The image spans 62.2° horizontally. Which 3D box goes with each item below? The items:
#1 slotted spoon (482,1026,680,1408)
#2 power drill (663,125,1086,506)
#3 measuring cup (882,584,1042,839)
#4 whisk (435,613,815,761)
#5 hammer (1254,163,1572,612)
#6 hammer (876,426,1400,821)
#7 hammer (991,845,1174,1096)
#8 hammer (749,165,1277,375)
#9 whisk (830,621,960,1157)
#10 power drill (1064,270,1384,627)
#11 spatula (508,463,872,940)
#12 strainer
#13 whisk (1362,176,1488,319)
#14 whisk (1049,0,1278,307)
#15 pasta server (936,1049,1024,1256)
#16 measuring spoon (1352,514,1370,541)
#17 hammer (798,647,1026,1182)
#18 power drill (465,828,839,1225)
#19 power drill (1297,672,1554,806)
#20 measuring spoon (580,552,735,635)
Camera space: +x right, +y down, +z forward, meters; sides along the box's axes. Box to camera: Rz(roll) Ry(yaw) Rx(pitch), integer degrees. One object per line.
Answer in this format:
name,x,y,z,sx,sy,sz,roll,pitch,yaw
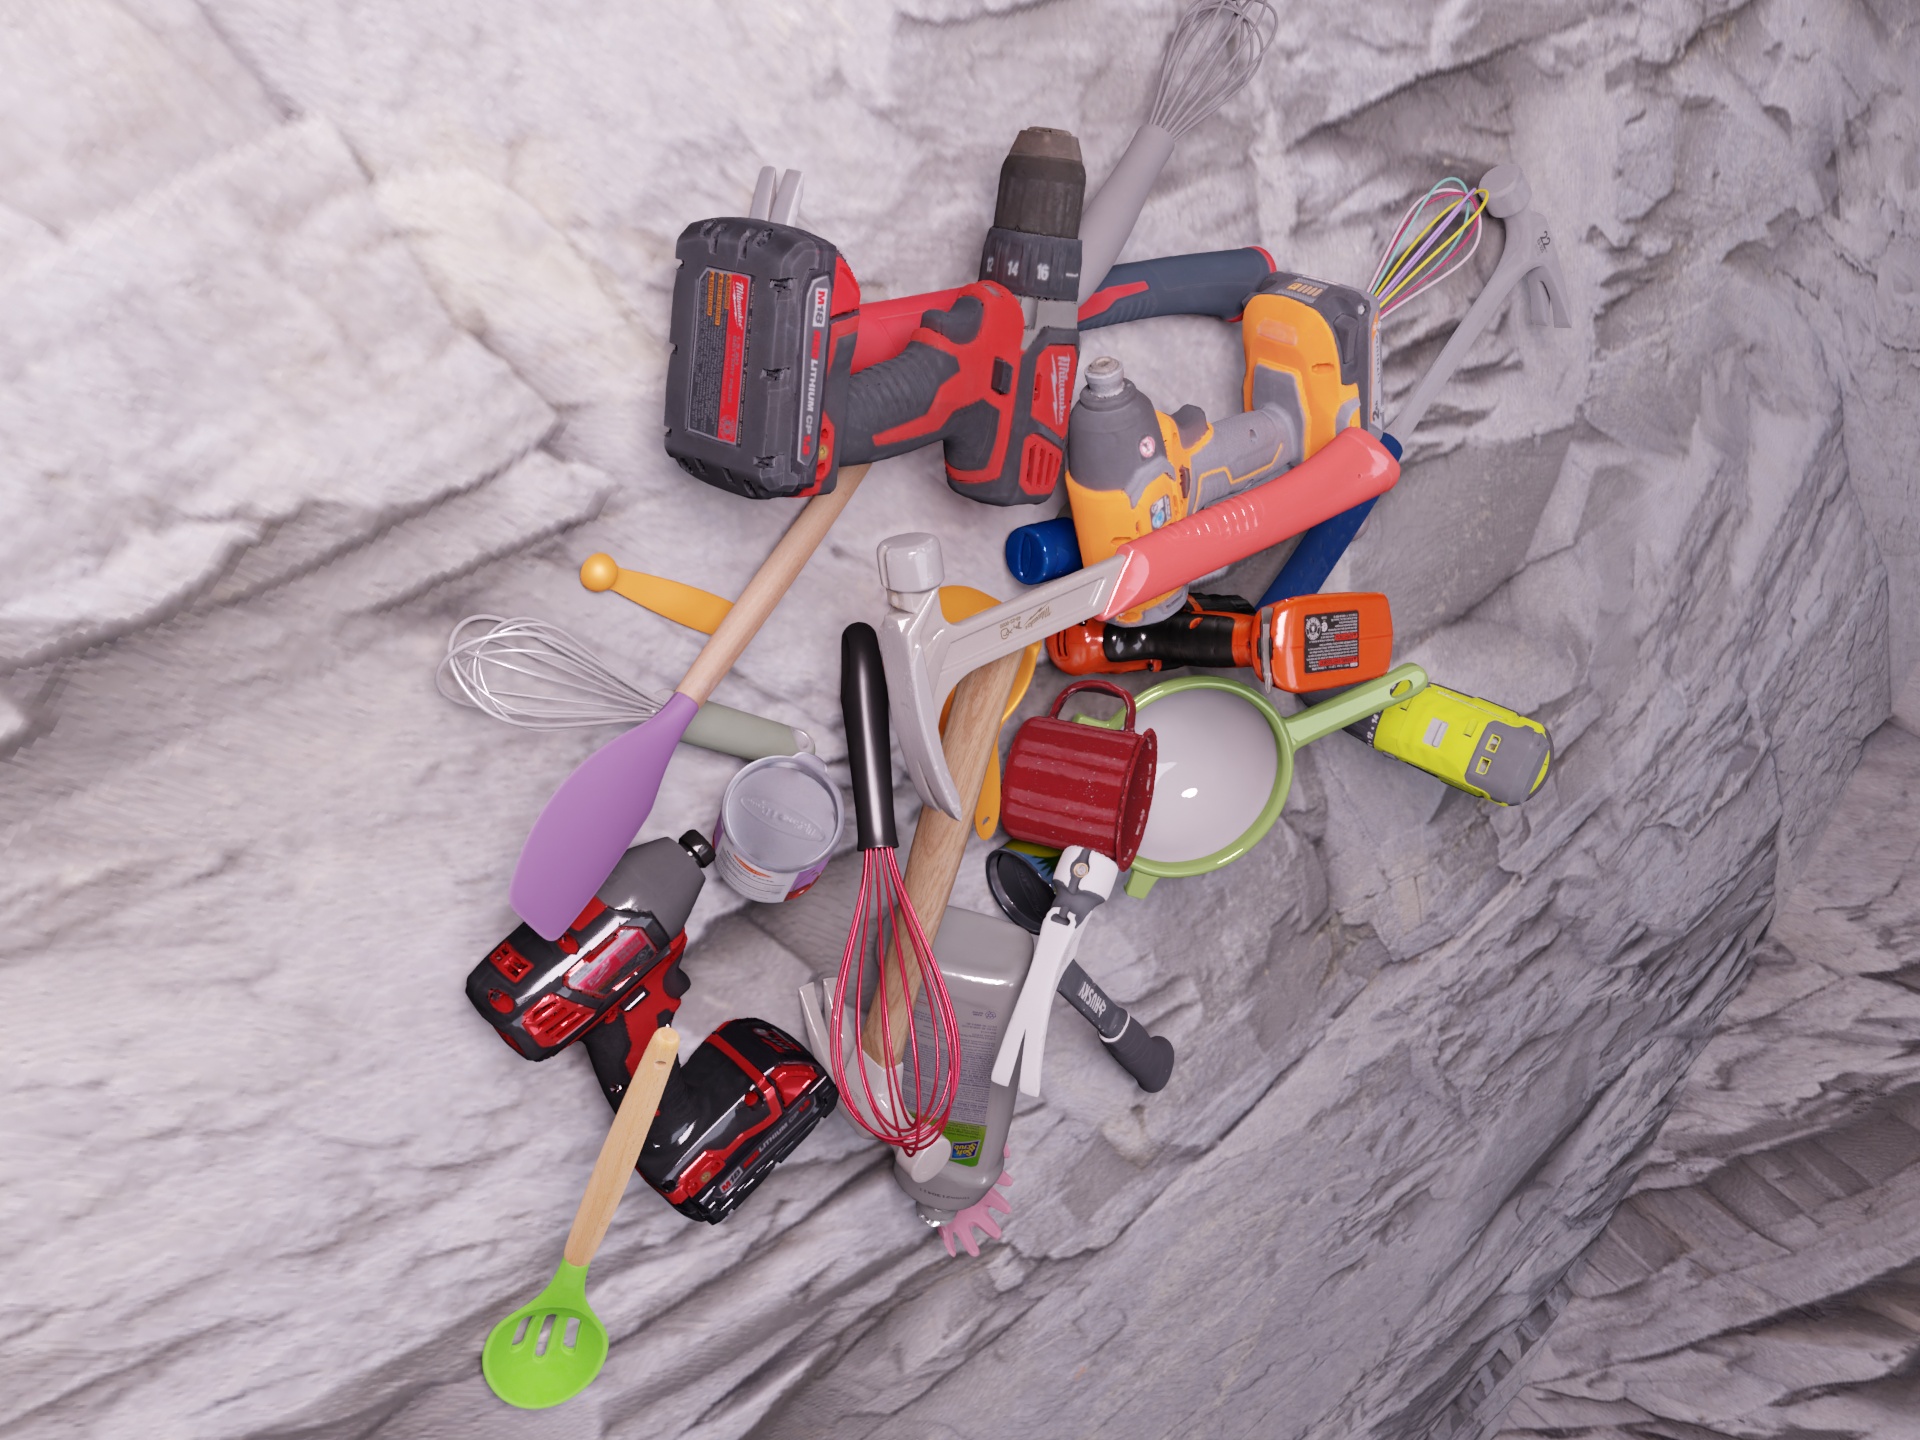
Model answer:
slotted spoon,-0.198,0.273,0.858,0.070,0.031,0.313,12,124,-20
power drill,-0.023,-0.193,0.758,0.226,0.080,0.187,-11,116,-45
measuring cup,-0.002,-0.003,0.962,0.095,0.052,0.173,-30,136,-30
whisk,-0.158,-0.005,0.806,0.059,0.058,0.246,-36,150,24
hammer,0.329,-0.210,1.181,0.405,0.035,0.143,-55,130,-9
hammer,0.112,-0.079,0.874,0.359,0.037,0.149,-25,119,-30
hammer,0.104,0.217,1.123,0.149,0.036,0.408,-68,157,-15
hammer,0.046,-0.246,0.886,0.386,0.038,0.143,-21,124,-38
whisk,-0.044,0.090,0.879,0.073,0.073,0.296,3,78,-47
power drill,0.152,-0.177,0.941,0.226,0.084,0.164,-38,135,-24
spatula,-0.123,-0.031,0.792,0.316,0.018,0.059,-58,143,-25
strainer,0.199,0.009,1.115,0.256,0.069,0.151,-23,115,-4
whisk,0.289,-0.289,1.112,0.245,0.047,0.051,-49,139,-10
whisk,0.110,-0.317,0.875,0.239,0.055,0.055,-60,141,-16
pasta server,0.046,0.238,1.153,0.060,0.040,0.316,14,99,-38
measuring spoon,0.271,-0.152,1.186,0.124,0.018,0.034,0,111,-45
hammer,-0.022,0.097,0.920,0.031,0.130,0.331,-6,120,-44
power drill,-0.159,0.165,0.873,0.143,0.079,0.219,-43,133,-20
power drill,0.384,0.008,1.288,0.228,0.191,0.080,9,105,-63
measuring spoon,-0.144,-0.060,0.809,0.116,0.011,0.021,20,96,-49
